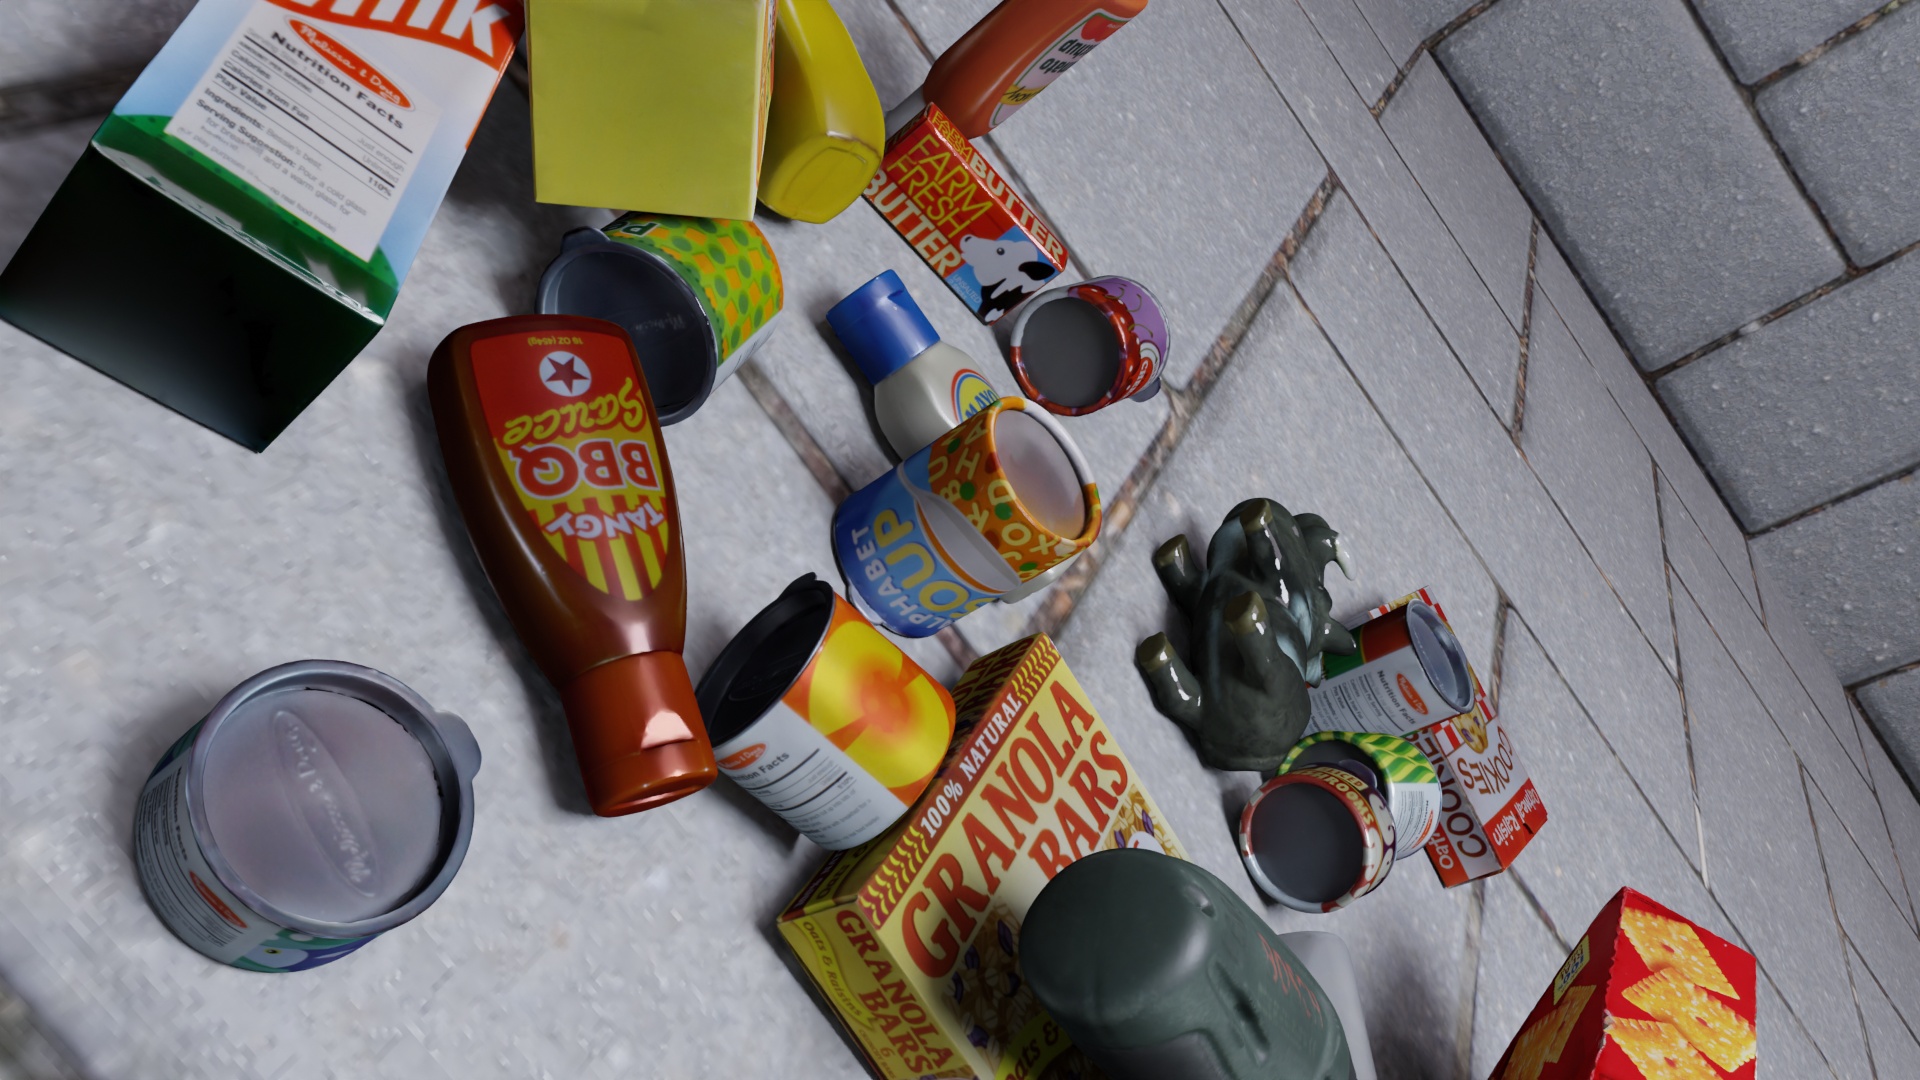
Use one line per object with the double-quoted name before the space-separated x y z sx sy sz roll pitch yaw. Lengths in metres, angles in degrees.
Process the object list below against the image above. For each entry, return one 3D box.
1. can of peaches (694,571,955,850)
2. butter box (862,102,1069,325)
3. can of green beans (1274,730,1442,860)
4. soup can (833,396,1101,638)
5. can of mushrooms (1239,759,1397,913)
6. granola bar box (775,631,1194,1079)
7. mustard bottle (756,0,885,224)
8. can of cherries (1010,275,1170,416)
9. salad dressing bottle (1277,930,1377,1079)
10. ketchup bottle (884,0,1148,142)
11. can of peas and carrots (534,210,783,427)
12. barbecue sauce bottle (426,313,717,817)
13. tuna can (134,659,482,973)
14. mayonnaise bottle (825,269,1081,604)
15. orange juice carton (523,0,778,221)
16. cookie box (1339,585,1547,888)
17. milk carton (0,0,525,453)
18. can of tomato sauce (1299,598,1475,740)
"can of peaches" -0.043 0.054 0.442 0.058 0.071 0.071 44 36 -22
"butter box" 0.001 -0.160 0.687 0.103 0.053 0.024 44 33 -21
"can of green beans" 0.200 0.130 0.702 0.058 0.071 0.071 12 55 -48
"soup can" 0.002 -0.007 0.536 0.071 0.083 0.072 33 41 -34
"can of mushrooms" 0.167 0.137 0.650 0.033 0.071 0.071 -2 66 -52
"granola bar box" 0.020 0.126 0.488 0.124 0.039 0.166 57 33 -10
"mustard bottle" -0.078 -0.217 0.622 0.049 0.065 0.161 13 50 -43
"can of cherries" 0.069 -0.098 0.713 0.071 0.071 0.058 60 33 2
"salad dressing bottle" 0.151 0.239 0.570 0.064 0.044 0.148 34 41 -43
"ketchup bottle" 0.019 -0.234 0.684 0.043 0.148 0.065 59 33 0
"can of peas and carrots" -0.102 -0.082 0.475 0.071 0.070 0.059 50 33 -14
"barbecue sauce bottle" -0.111 0.006 0.413 0.065 0.043 0.149 -7 69 -39
"tuna can" -0.150 0.063 0.325 0.071 0.032 0.071 33 41 -34
"mayonnaise bottle" -0.001 -0.047 0.603 0.148 0.041 0.065 55 35 -7
"orange juice carton" -0.105 -0.187 0.507 0.072 0.072 0.193 4 33 -8
"cookie box" 0.298 0.117 0.865 0.123 0.040 0.167 -9 71 -55
"milk carton" -0.185 -0.126 0.399 0.073 0.072 0.191 35 41 -32
"can of tomato sauce" 0.228 0.078 0.765 0.071 0.083 0.071 33 40 -34
